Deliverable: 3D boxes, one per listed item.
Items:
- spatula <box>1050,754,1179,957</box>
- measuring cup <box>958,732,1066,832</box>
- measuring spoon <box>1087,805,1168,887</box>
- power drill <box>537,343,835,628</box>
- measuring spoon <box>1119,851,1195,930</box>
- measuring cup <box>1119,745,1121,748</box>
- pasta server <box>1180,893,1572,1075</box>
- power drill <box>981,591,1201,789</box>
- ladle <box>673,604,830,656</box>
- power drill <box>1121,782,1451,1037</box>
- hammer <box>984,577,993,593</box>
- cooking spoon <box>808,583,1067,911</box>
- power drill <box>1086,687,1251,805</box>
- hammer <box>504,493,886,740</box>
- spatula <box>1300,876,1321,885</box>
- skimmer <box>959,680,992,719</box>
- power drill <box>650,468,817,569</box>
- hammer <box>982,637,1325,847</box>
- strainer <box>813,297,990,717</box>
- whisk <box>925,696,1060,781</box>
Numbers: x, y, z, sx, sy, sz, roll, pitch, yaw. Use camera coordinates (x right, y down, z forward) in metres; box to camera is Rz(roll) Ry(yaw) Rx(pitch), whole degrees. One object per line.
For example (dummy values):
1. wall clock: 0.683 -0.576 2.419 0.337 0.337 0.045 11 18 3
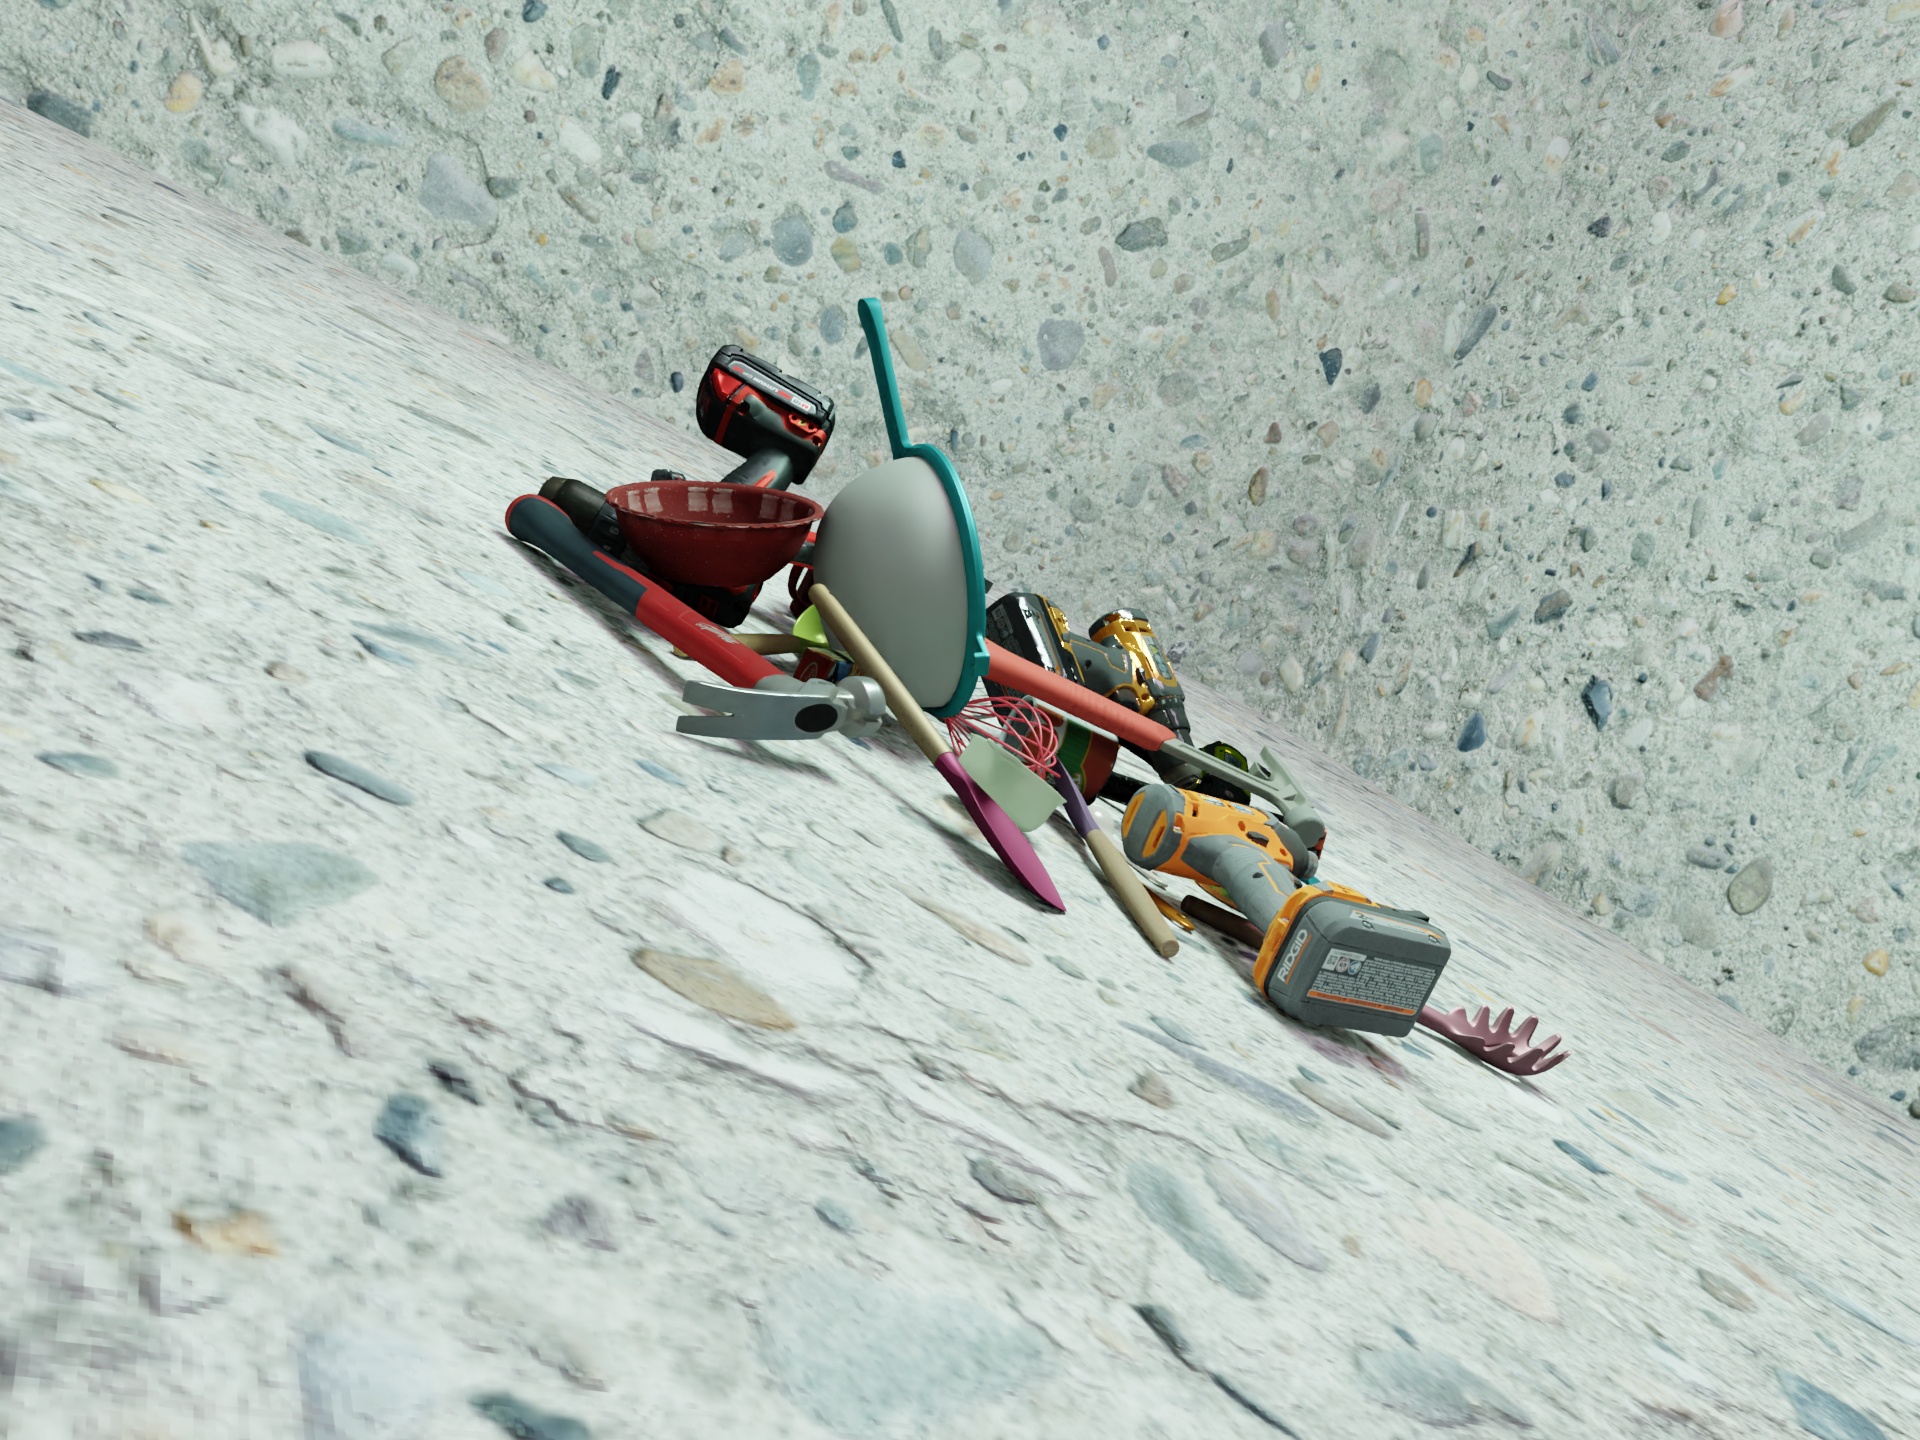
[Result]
1. spatula: 0.101 0.091 1.125 0.018 0.059 0.316 -17 20 -4
2. measuring cup: 0.024 0.040 1.060 0.083 0.038 0.167 36 -3 11
3. measuring spoon: 0.129 0.095 1.237 0.034 0.018 0.124 23 11 -33
4. power drill: -0.219 -0.200 1.301 0.188 0.227 0.080 28 -31 -6
5. measuring spoon: 0.134 0.119 1.134 0.021 0.011 0.117 23 10 -33
6. measuring cup: 0.169 0.016 1.738 0.173 0.052 0.095 24 9 -38
7. pasta server: 0.303 0.190 1.163 0.316 0.040 0.060 26 17 -10
8. power drill: 0.126 -0.024 1.456 0.226 0.084 0.185 6 55 -47
9. ladle: -0.144 -0.072 1.244 0.078 0.062 0.320 -6 2 18
10. power drill: 0.229 0.123 1.094 0.164 0.084 0.227 15 16 -30
11. hammer: -0.027 -0.131 1.500 0.146 0.035 0.335 32 10 -11
12. cooking spoon: -0.023 0.010 1.038 0.319 0.017 0.068 52 9 35
13. power drill: 0.186 0.031 1.588 0.223 0.080 0.171 31 21 -1
14. hammer: -0.219 -0.078 1.060 0.143 0.038 0.387 0 23 -44
15. spatula: 0.241 0.124 1.424 0.318 0.044 0.082 29 7 39
16. skimmer: 0.028 -0.025 1.600 0.127 0.090 0.363 36 0 18
17. power drill: -0.170 -0.157 1.413 0.219 0.078 0.143 11 13 -16
18. hammer: 0.139 0.000 1.329 0.358 0.036 0.149 24 18 -19
19. strainer: -0.073 -0.164 1.222 0.095 0.340 0.211 -9 -9 -19
20. whisk: -0.002 -0.004 1.296 0.073 0.073 0.296 23 3 -31
